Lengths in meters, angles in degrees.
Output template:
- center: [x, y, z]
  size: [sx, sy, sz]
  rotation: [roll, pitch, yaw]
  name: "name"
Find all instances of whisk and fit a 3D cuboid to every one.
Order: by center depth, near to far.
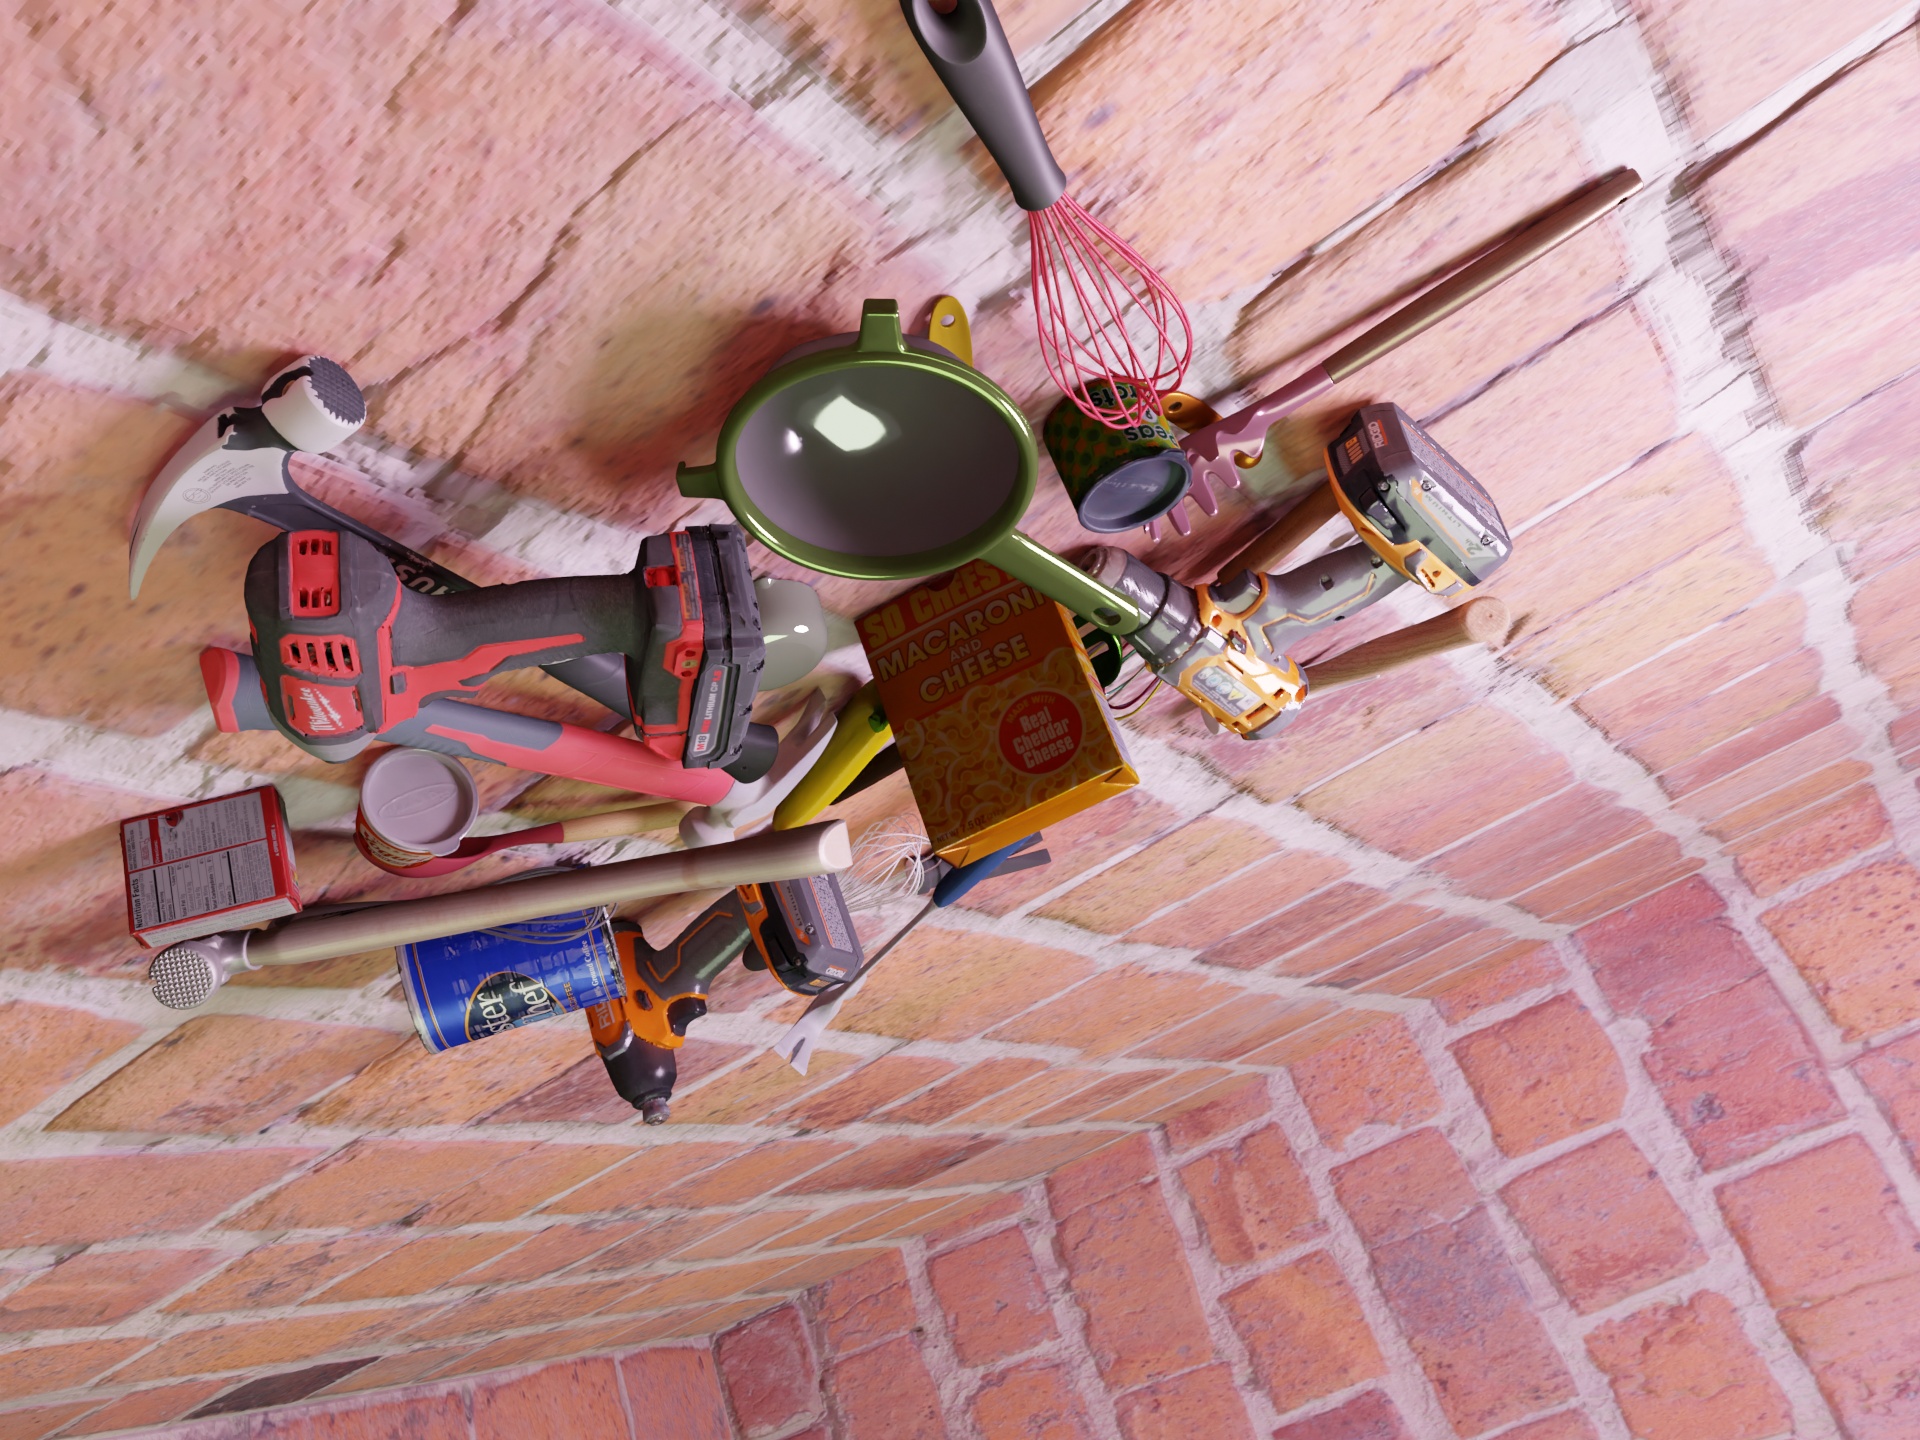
- center: [0.041, -0.218, 0.693]
  size: [0.073, 0.073, 0.295]
  rotation: [-26, 148, 12]
  name: "whisk"
- center: [-0.351, 0.133, 1.074]
  size: [0.239, 0.055, 0.055]
  rotation: [-6, 155, 2]
  name: "whisk"
- center: [0.169, -0.078, 1.087]
  size: [0.051, 0.047, 0.245]
  rotation: [10, 138, -46]
  name: "whisk"
- center: [-0.109, 0.155, 1.334]
  size: [0.070, 0.070, 0.284]
  rotation: [1, 152, -39]
  name: "whisk"

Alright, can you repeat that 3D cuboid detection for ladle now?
- center: [-0.247, 0.070, 1.075]
  size: [0.315, 0.031, 0.069]
  rotation: [-7, -163, -36]
  name: "ladle"

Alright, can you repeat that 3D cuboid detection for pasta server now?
- center: [0.230, -0.200, 0.877]
  size: [0.316, 0.040, 0.060]
  rotation: [-31, 161, 15]
  name: "pasta server"

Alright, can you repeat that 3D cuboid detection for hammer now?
- center: [-0.226, -0.041, 0.824]
  size: [0.149, 0.036, 0.408]
  rotation: [-27, 148, 19]
  name: "hammer"
- center: [-0.244, 0.004, 0.932]
  size: [0.143, 0.038, 0.386]
  rotation: [-46, 144, 22]
  name: "hammer"
- center: [-0.274, 0.111, 1.004]
  size: [0.410, 0.038, 0.146]
  rotation: [-10, -174, -7]
  name: "hammer"
- center: [0.289, -0.042, 1.131]
  size: [0.130, 0.031, 0.331]
  rotation: [-19, 177, -15]
  name: "hammer"
- center: [0.034, 0.050, 1.249]
  size: [0.127, 0.034, 0.336]
  rotation: [-13, 154, -14]
  name: "hammer"
- center: [-0.022, 0.151, 1.277]
  size: [0.405, 0.035, 0.144]
  rotation: [-46, -177, 36]
  name: "hammer"

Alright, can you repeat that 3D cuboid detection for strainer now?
- center: [-0.001, -0.119, 0.790]
  size: [0.256, 0.069, 0.151]
  rotation: [27, 136, -36]
  name: "strainer"

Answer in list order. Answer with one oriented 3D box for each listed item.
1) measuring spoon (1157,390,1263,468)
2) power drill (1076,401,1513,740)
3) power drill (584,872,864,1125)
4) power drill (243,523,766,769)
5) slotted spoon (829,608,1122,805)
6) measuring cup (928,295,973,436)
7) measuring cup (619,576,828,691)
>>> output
- center: [0.146, -0.167, 0.922]
  size: [0.021, 0.011, 0.116]
  rotation: [-34, 152, 26]
  name: "measuring spoon"
- center: [0.201, -0.097, 0.998]
  size: [0.185, 0.084, 0.226]
  rotation: [33, 125, -28]
  name: "power drill"
- center: [-0.192, 0.202, 1.237]
  size: [0.226, 0.164, 0.084]
  rotation: [-30, 153, 15]
  name: "power drill"
- center: [-0.211, -0.028, 0.745]
  size: [0.219, 0.079, 0.143]
  rotation: [-3, 147, -19]
  name: "power drill"
- center: [-0.002, -0.003, 1.086]
  size: [0.313, 0.070, 0.031]
  rotation: [-32, -167, 42]
  name: "slotted spoon"
- center: [-0.006, -0.160, 0.818]
  size: [0.062, 0.029, 0.156]
  rotation: [-15, 143, -9]
  name: "measuring cup"
- center: [-0.156, -0.037, 0.923]
  size: [0.167, 0.038, 0.083]
  rotation: [-13, 154, -20]
  name: "measuring cup"
